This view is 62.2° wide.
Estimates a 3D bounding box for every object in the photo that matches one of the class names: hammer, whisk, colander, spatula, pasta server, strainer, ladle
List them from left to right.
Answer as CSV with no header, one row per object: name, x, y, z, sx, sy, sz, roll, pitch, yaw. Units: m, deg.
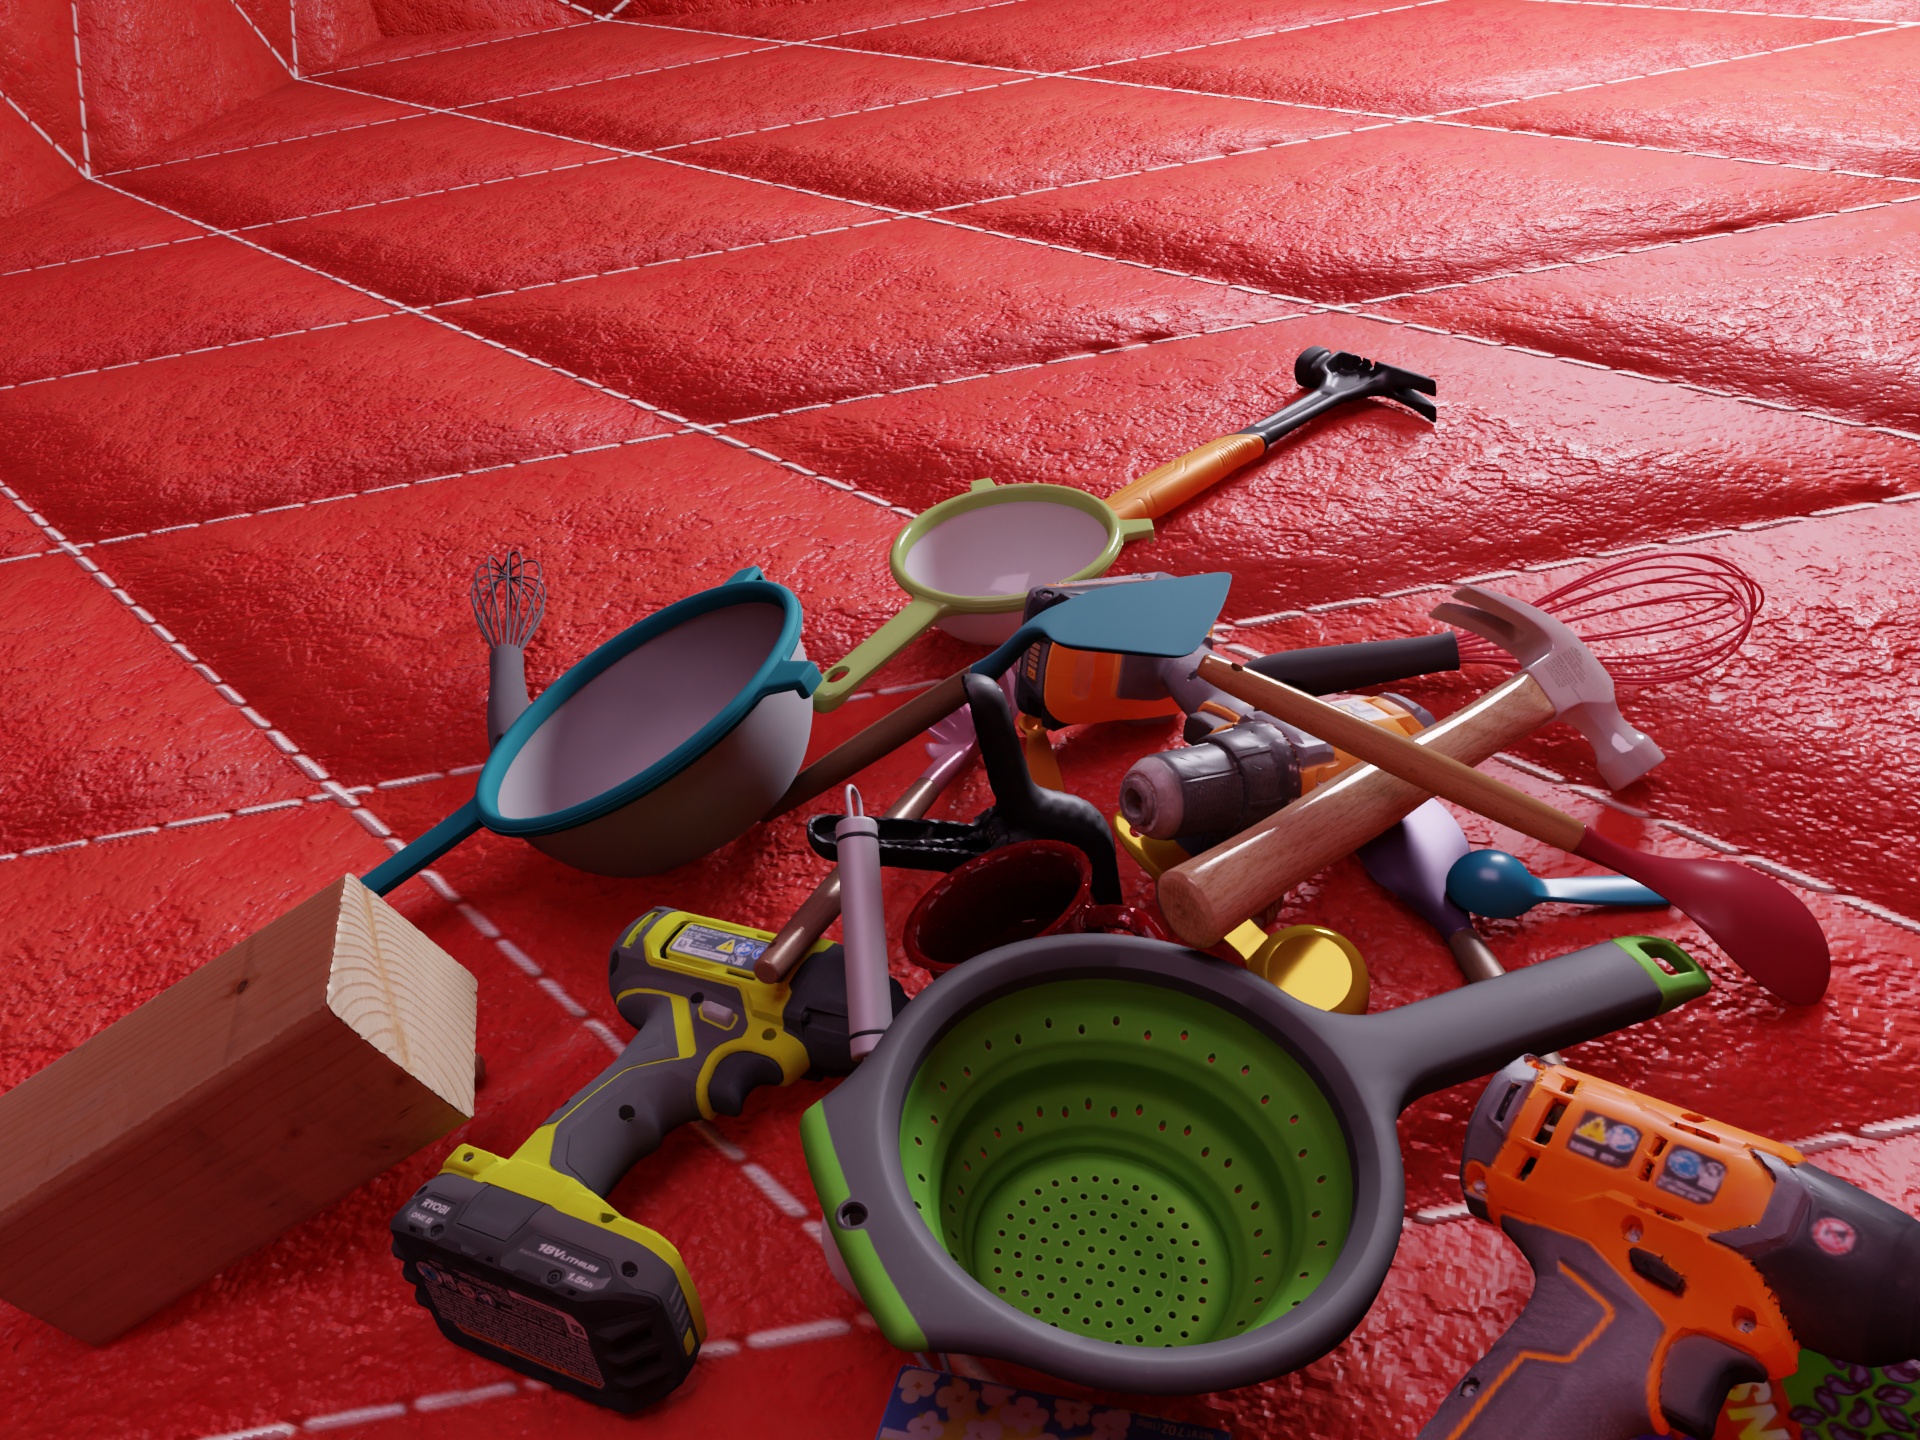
whisk,-0.305,-0.043,1.081,0.055,0.055,0.239,-15,41,-5
strainer,-0.213,0.056,0.898,0.340,0.095,0.211,-34,28,-1
strainer,-0.038,0.147,0.673,0.050,0.086,0.259,-18,62,24
pasta server,-0.033,0.043,0.847,0.060,0.040,0.316,-26,12,32
spatula,-0.001,-0.003,0.835,0.317,0.044,0.082,-31,17,37
strainer,0.000,-0.061,1.003,0.152,0.069,0.256,20,47,36
hammer,0.193,-0.188,1.154,0.337,0.034,0.127,-31,39,-25
colander,0.135,0.171,0.645,0.397,0.094,0.205,-12,41,-20
hammer,0.210,0.023,0.752,0.331,0.031,0.130,-23,74,-37
whisk,0.304,-0.043,0.912,0.296,0.073,0.073,-9,36,11
spatula,0.247,0.119,0.739,0.060,0.018,0.316,-9,35,-4
ladle,0.250,0.041,0.709,0.315,0.031,0.069,25,40,1

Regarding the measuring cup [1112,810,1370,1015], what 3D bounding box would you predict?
measuring cup,0.128,0.091,0.753,0.062,0.029,0.157,-40,64,-14

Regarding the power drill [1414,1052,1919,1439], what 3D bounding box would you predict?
power drill,0.202,0.225,0.488,0.164,0.084,0.226,14,60,45

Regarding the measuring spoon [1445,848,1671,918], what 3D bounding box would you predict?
measuring spoon,0.301,0.075,0.768,0.128,0.021,0.042,0,33,2

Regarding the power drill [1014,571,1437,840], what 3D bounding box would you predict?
power drill,0.115,-0.004,0.845,0.185,0.084,0.226,-9,28,-32

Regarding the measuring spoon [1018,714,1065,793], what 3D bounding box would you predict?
measuring spoon,0.048,0.035,0.914,0.021,0.011,0.117,-9,40,2

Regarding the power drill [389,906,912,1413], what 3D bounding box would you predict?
power drill,-0.123,0.179,0.707,0.171,0.080,0.223,9,38,26

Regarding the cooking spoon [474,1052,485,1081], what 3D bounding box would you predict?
cooking spoon,-0.393,0.205,0.788,0.319,0.017,0.069,-12,34,-1
